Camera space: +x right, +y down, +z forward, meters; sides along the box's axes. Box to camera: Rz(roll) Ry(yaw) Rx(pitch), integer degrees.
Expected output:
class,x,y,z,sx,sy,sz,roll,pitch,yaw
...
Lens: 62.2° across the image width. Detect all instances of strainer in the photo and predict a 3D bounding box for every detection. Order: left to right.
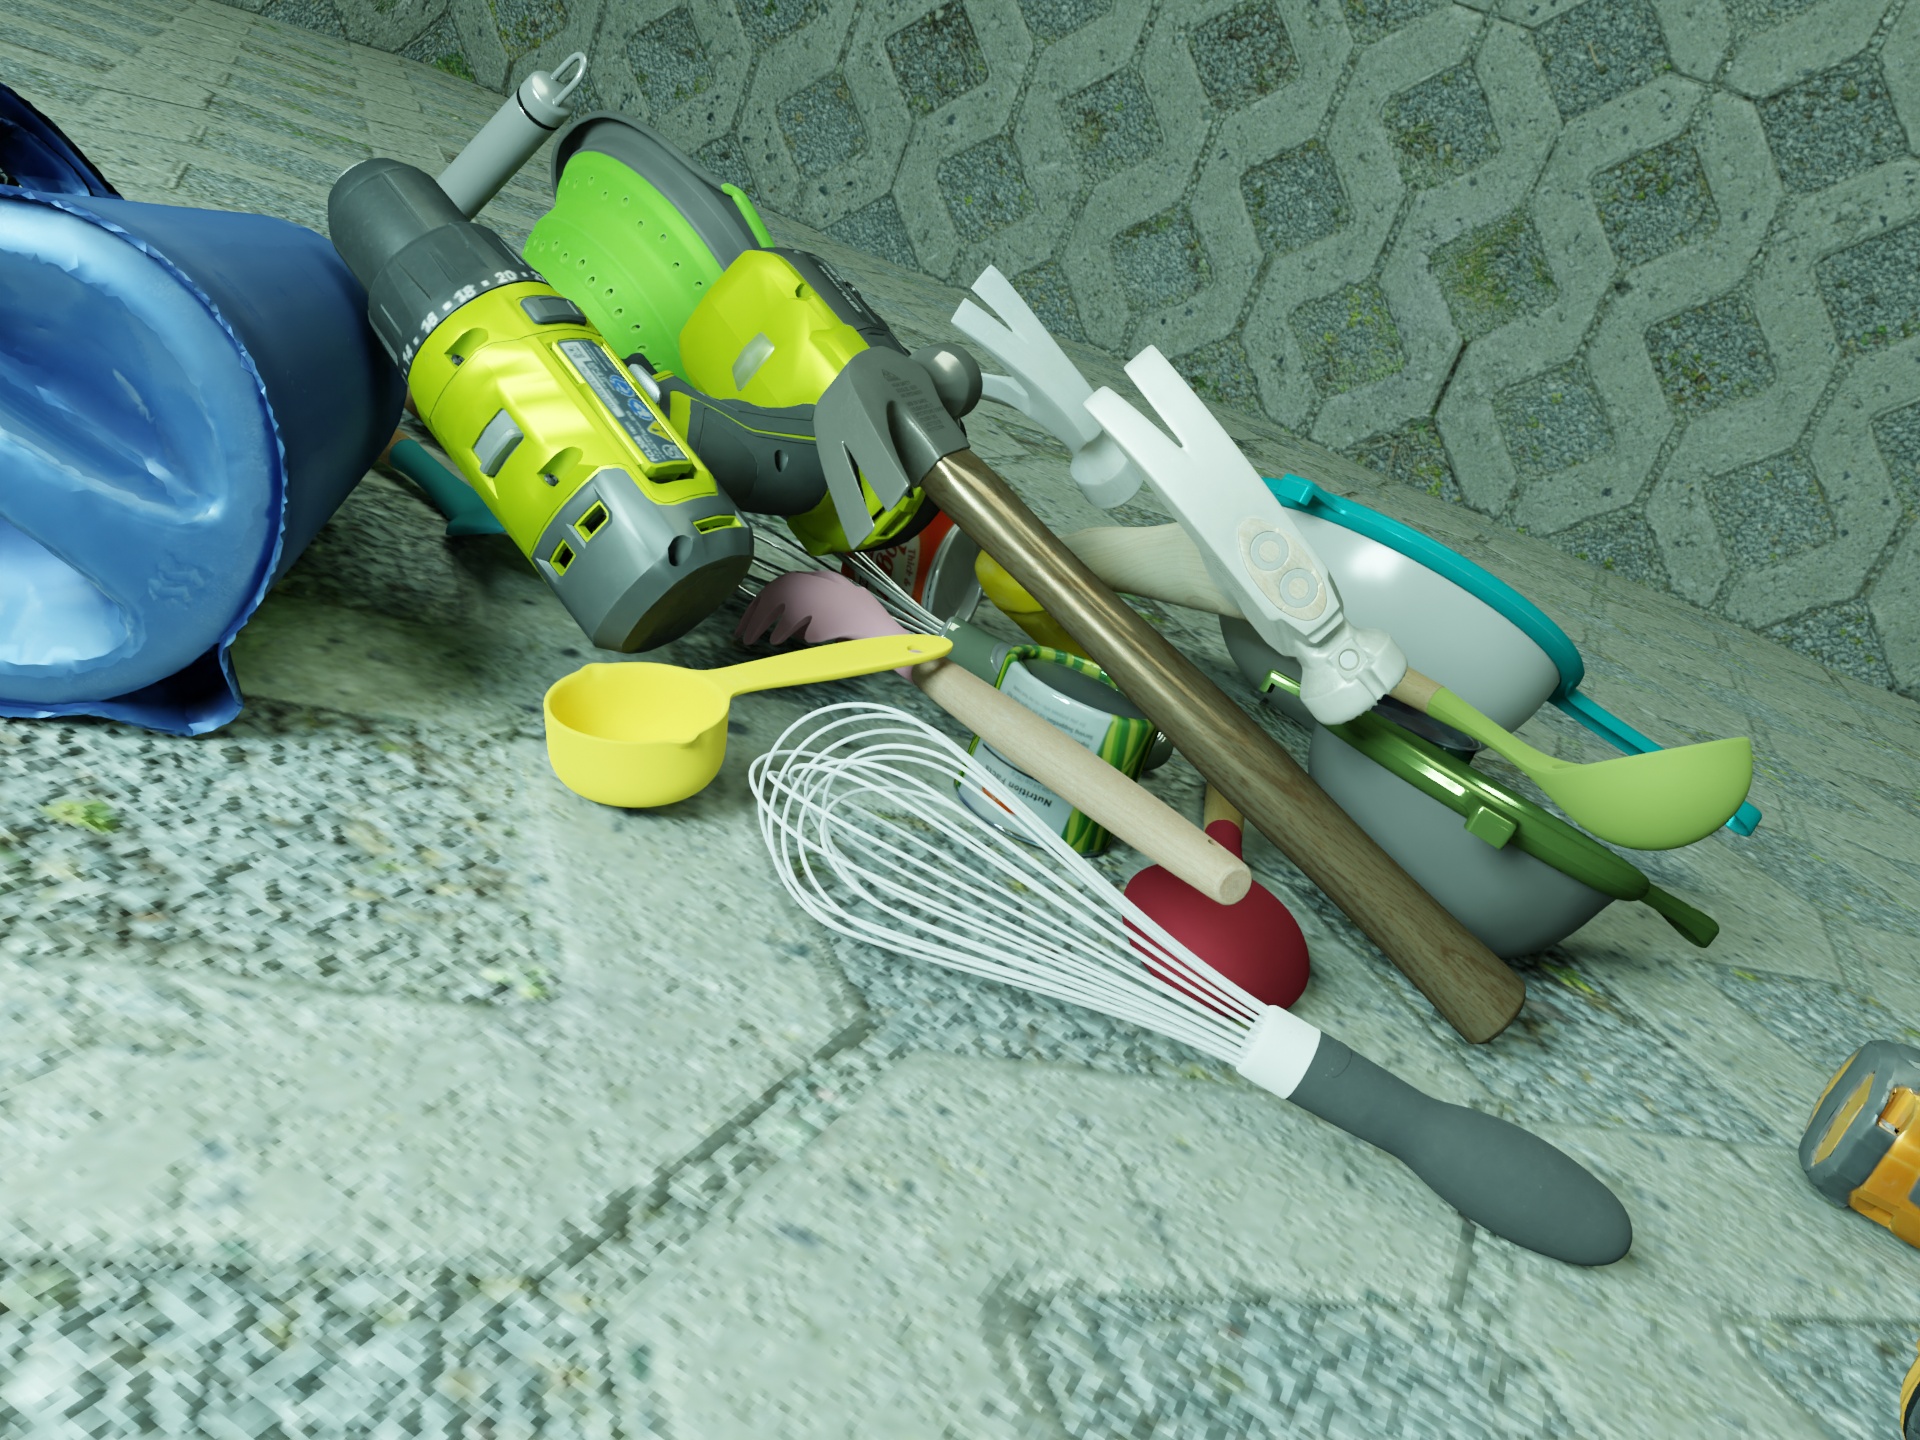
class,x,y,z,sx,sy,sz,roll,pitch,yaw
strainer,-0.223,-0.180,0.633,0.050,0.258,0.087,23,50,-41
strainer,0.270,-0.003,0.861,0.340,0.095,0.211,32,-1,-2
strainer,0.233,0.070,0.672,0.256,0.069,0.152,26,10,-32

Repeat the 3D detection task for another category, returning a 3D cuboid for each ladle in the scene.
class,x,y,z,sx,sy,sz,roll,pitch,yaw
ladle,0.110,0.042,0.660,0.069,0.031,0.315,24,17,4
ladle,0.201,-0.031,0.729,0.078,0.062,0.320,-1,27,-47

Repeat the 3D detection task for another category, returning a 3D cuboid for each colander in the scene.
class,x,y,z,sx,sy,sz,roll,pitch,yaw
colander,-0.231,-0.236,0.945,0.094,0.204,0.397,-41,32,-22

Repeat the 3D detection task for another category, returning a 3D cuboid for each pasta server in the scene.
class,x,y,z,sx,sy,sz,roll,pitch,yaw
pasta server,-0.001,-0.002,0.571,0.060,0.040,0.316,9,15,-33

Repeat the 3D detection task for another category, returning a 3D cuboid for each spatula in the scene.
class,x,y,z,sx,sy,sz,roll,pitch,yaw
spatula,-0.264,-0.140,0.714,0.318,0.044,0.082,30,42,29

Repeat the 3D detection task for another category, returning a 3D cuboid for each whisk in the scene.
class,x,y,z,sx,sy,sz,roll,pitch,yaw
whisk,-0.015,-0.041,0.718,0.246,0.059,0.058,27,57,2
whisk,0.063,0.080,0.460,0.284,0.070,0.070,29,19,6

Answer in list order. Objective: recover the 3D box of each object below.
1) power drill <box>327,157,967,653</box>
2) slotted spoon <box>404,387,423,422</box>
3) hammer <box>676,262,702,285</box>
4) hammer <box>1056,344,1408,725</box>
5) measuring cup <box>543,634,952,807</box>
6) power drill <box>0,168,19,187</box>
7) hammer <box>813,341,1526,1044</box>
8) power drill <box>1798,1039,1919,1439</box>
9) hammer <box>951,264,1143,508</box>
class,x,y,z,sx,sy,sz,roll,pitch,yaw
power drill,-0.111,-0.127,0.602,0.190,0.080,0.228,52,29,9
slotted spoon,-0.270,-0.159,0.793,0.314,0.031,0.070,35,23,30
hammer,-0.108,-0.216,1.032,0.127,0.034,0.337,3,35,-31
hammer,0.074,-0.081,0.740,0.146,0.038,0.411,50,-3,-9
measuring cup,-0.064,-0.004,0.532,0.156,0.029,0.062,-14,32,-39
power drill,-0.448,-0.163,0.533,0.188,0.080,0.227,18,22,-11
hammer,0.073,-0.011,0.570,0.331,0.031,0.130,45,30,5
power drill,0.351,0.184,0.455,0.185,0.084,0.226,29,15,17
hammer,-0.080,-0.214,0.898,0.406,0.035,0.143,24,-16,41
